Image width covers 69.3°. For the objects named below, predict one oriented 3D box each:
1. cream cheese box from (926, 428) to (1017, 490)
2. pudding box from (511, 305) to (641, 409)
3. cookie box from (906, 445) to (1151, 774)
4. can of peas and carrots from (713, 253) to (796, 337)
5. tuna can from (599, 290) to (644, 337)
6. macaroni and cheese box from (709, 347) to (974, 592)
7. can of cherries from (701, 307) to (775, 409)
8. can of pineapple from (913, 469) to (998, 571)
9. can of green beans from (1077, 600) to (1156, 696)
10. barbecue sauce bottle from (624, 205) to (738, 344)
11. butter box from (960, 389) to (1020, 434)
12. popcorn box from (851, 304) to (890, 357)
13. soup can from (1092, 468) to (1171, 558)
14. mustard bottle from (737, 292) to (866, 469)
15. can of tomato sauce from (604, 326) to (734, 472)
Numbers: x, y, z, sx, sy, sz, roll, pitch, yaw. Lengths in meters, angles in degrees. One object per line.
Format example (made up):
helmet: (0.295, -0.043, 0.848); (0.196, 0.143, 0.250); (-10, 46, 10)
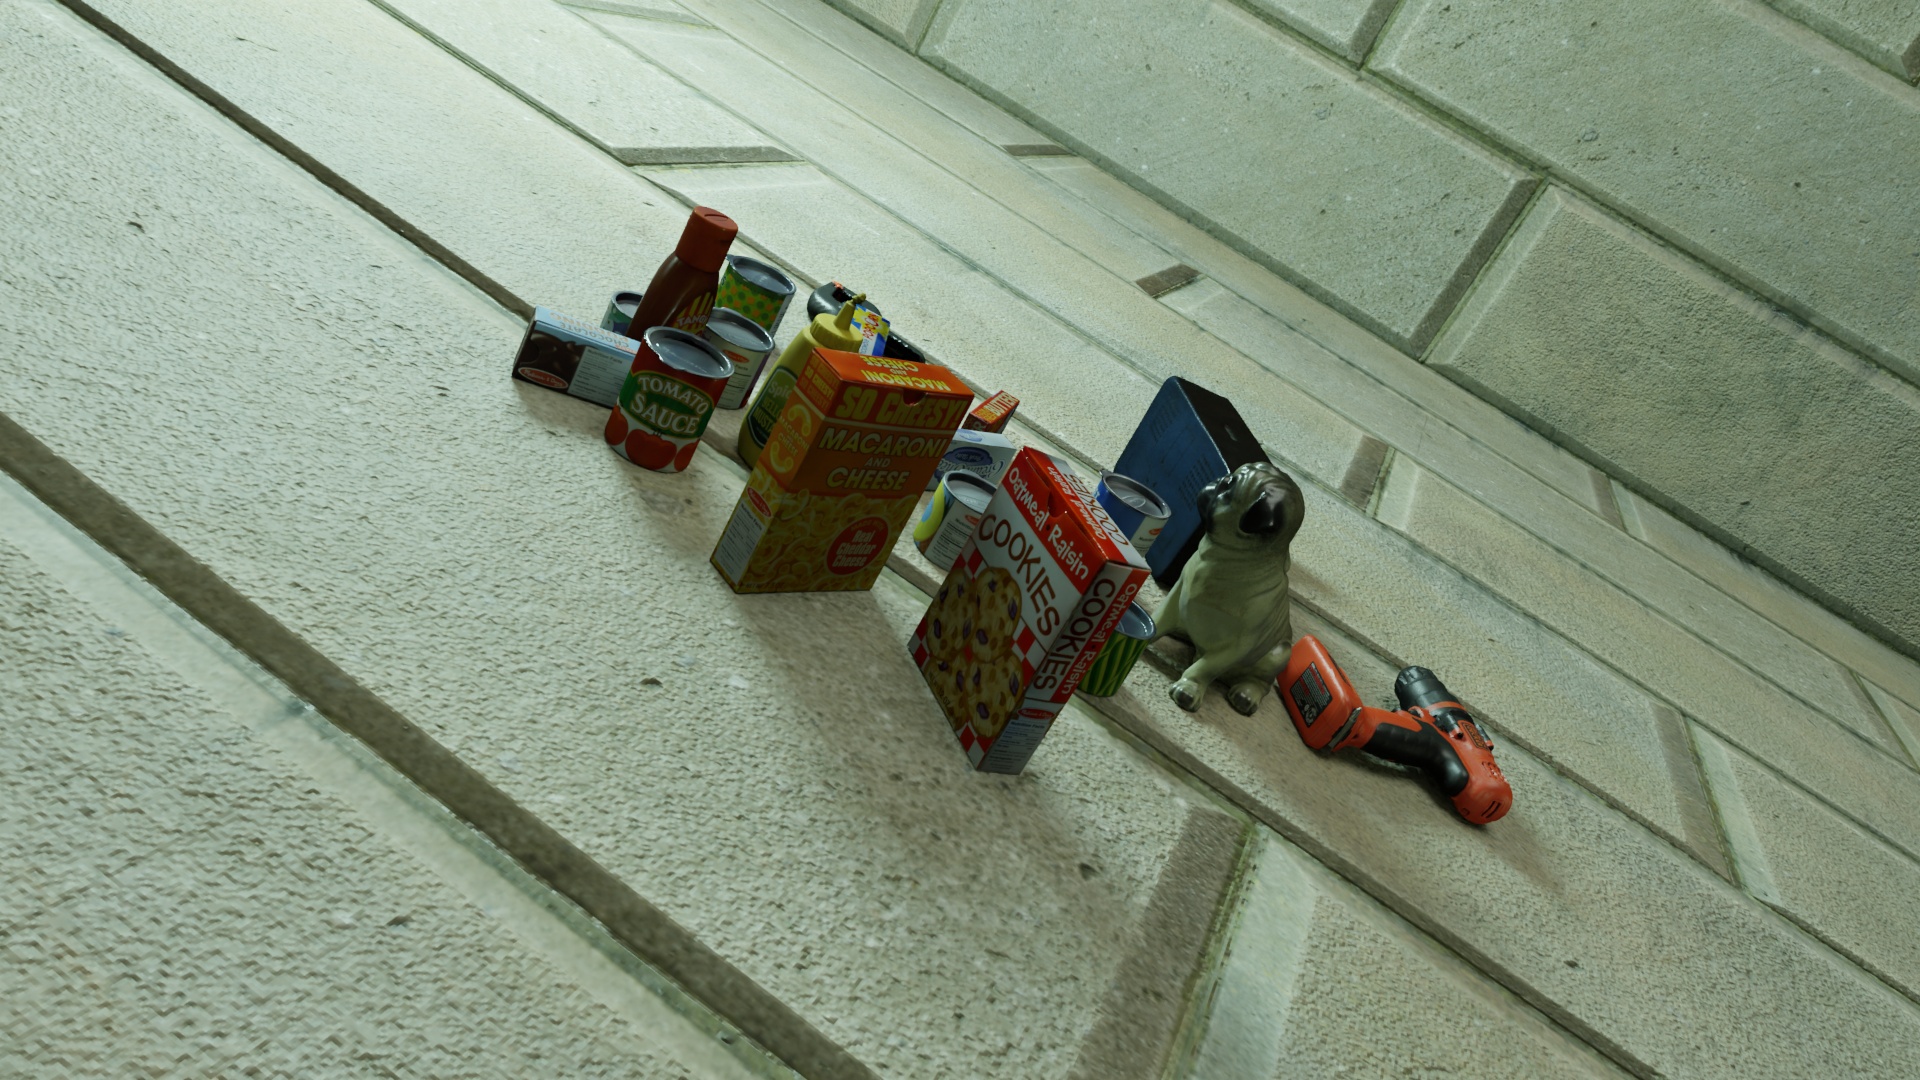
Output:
cream cheese box: (-0.004, -0.068, 1.193); (0.104, 0.053, 0.024); (4, 35, -45)
pudding box: (-0.279, -0.133, 1.015); (0.084, 0.049, 0.030); (18, 26, -26)
cookie box: (0.038, 0.044, 0.879); (0.040, 0.166, 0.123); (13, 29, -34)
can of peas and carrots: (-0.194, -0.220, 1.270); (0.071, 0.058, 0.071); (25, 24, -12)
tuna can: (-0.258, -0.173, 1.139); (0.071, 0.032, 0.071); (25, 24, -12)
macaroni and cheese box: (-0.076, -0.041, 0.919); (0.124, 0.165, 0.040); (1, 37, -48)
can of cherries: (-0.193, -0.150, 1.134); (0.071, 0.058, 0.072); (25, 24, -12)
can of pineapple: (0.004, -0.014, 1.088); (0.071, 0.057, 0.071); (25, 24, -12)
can of green beans: (0.102, 0.073, 1.028); (0.071, 0.057, 0.071); (25, 24, -12)
barbecue sauce bottle: (-0.215, -0.182, 1.062); (0.044, 0.148, 0.065); (37, 25, 17)
butter box: (0.022, -0.104, 1.291); (0.024, 0.053, 0.104); (33, 24, 6)
popcorn box: (-0.099, -0.143, 1.193); (0.038, 0.085, 0.127); (25, 24, -10)
soup can: (0.128, -0.007, 1.183); (0.071, 0.083, 0.071); (25, 24, -12)
mustard bottle: (-0.112, -0.119, 1.039); (0.065, 0.159, 0.049); (42, 26, 25)
can of tomato sauce: (-0.208, -0.099, 0.987); (0.071, 0.082, 0.071); (25, 24, -12)
